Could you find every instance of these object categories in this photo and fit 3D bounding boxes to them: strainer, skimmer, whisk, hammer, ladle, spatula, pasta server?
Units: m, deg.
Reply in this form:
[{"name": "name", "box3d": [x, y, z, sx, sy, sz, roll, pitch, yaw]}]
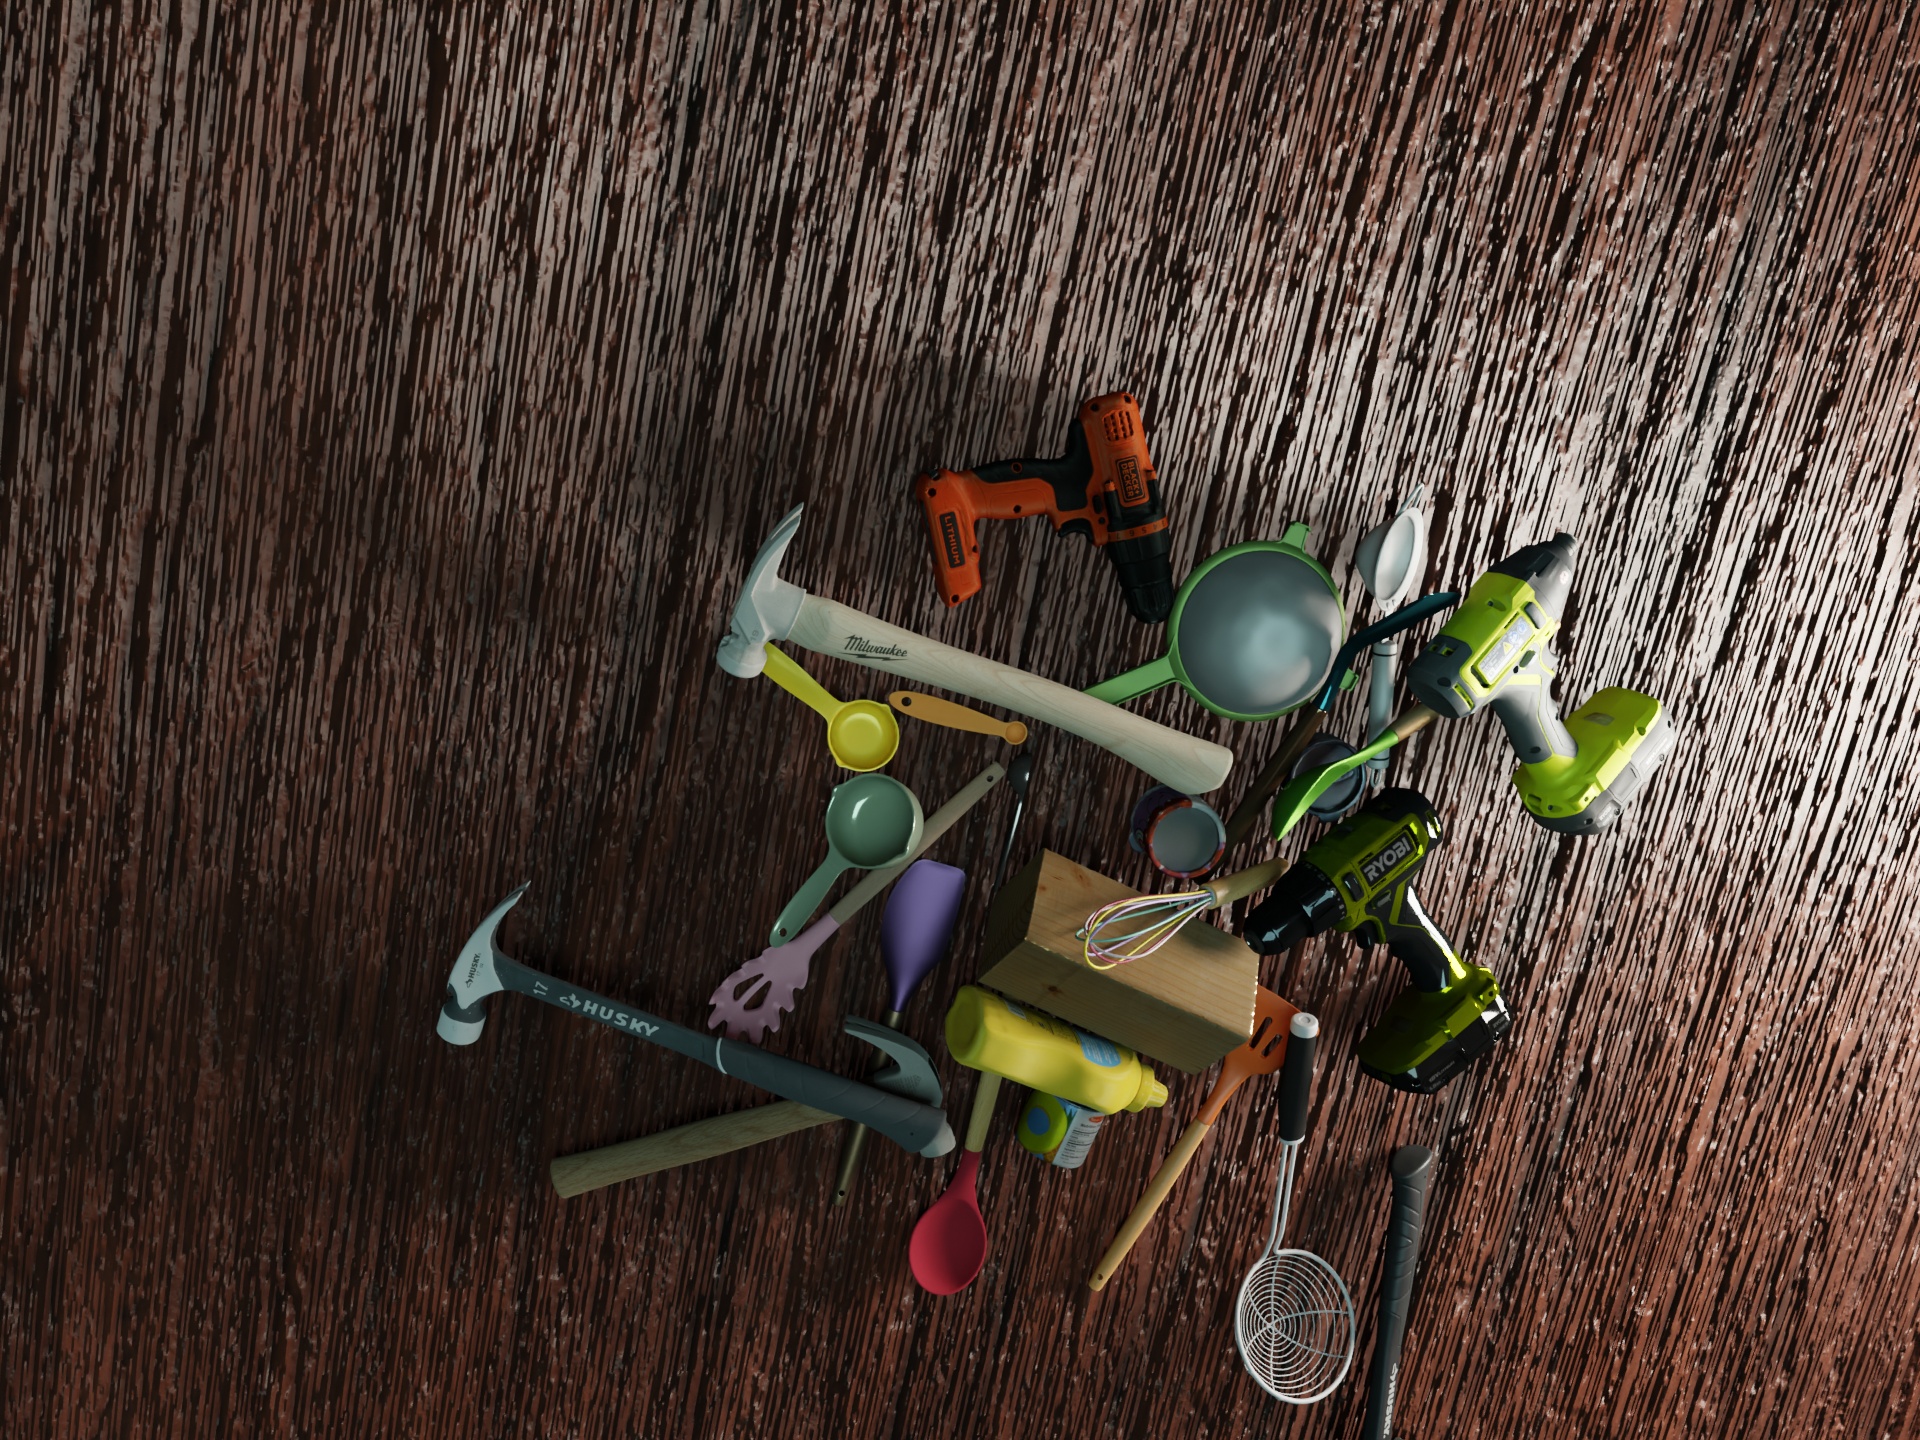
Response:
[{"name": "strainer", "box3d": [0.197, -0.046, 1.270, 0.256, 0.069, 0.151, -22, 105, -3]}, {"name": "skimmer", "box3d": [0.297, 0.420, 1.360, 0.127, 0.090, 0.363, -14, 119, -28]}, {"name": "whisk", "box3d": [0.182, 0.150, 1.275, 0.245, 0.051, 0.047, -13, 88, -40]}, {"name": "hammer", "box3d": [0.391, 0.549, 1.437, 0.146, 0.035, 0.335, 2, 96, -47]}, {"name": "ladle", "box3d": [0.016, 0.344, 1.365, 0.069, 0.031, 0.315, 11, 100, -12]}, {"name": "hammer", "box3d": [0.028, -0.036, 1.228, 0.410, 0.038, 0.146, 19, 125, -13]}, {"name": "hammer", "box3d": [-0.206, 0.255, 1.268, 0.409, 0.036, 0.149, 21, 111, -4]}, {"name": "spatula", "box3d": [0.197, 0.370, 1.386, 0.081, 0.041, 0.322, 33, 100, 14]}, {"name": "pasta server", "box3d": [-0.082, 0.145, 1.298, 0.316, 0.040, 0.060, -42, 103, 3]}, {"name": "strainer", "box3d": [0.344, -0.067, 1.298, 0.087, 0.050, 0.258, -21, 116, -48]}, {"name": "hammer", "box3d": [-0.179, 0.336, 1.322, 0.331, 0.031, 0.130, -15, 101, 1]}, {"name": "spatula", "box3d": [0.280, 0.016, 1.270, 0.044, 0.082, 0.317, 42, 115, 25]}, {"name": "spatula", "box3d": [-0.063, 0.265, 1.339, 0.059, 0.018, 0.316, 15, 100, -6]}]

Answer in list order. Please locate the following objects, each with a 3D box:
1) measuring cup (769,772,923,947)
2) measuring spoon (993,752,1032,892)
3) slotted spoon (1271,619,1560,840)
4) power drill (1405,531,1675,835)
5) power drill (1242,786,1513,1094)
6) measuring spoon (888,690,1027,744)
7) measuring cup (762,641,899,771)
[{"name": "measuring cup", "box3d": [-0.094, 0.117, 1.276, 0.083, 0.038, 0.167, 41, 96, 20]}, {"name": "measuring spoon", "box3d": [0.037, 0.084, 1.304, 0.018, 0.034, 0.124, 14, 106, 0]}, {"name": "slotted spoon", "box3d": [0.369, -0.001, 1.293, 0.314, 0.070, 0.031, -33, 68, -14]}, {"name": "power drill", "box3d": [0.474, -0.028, 1.277, 0.171, 0.080, 0.223, -48, 118, -6]}, {"name": "power drill", "box3d": [0.348, 0.195, 1.328, 0.190, 0.080, 0.228, -35, 106, -16]}, {"name": "measuring spoon", "box3d": [-0.002, -0.004, 1.288, 0.117, 0.011, 0.021, 16, 102, -7]}, {"name": "measuring cup", "box3d": [-0.117, -0.018, 1.263, 0.156, 0.029, 0.062, 39, 81, -2]}]
